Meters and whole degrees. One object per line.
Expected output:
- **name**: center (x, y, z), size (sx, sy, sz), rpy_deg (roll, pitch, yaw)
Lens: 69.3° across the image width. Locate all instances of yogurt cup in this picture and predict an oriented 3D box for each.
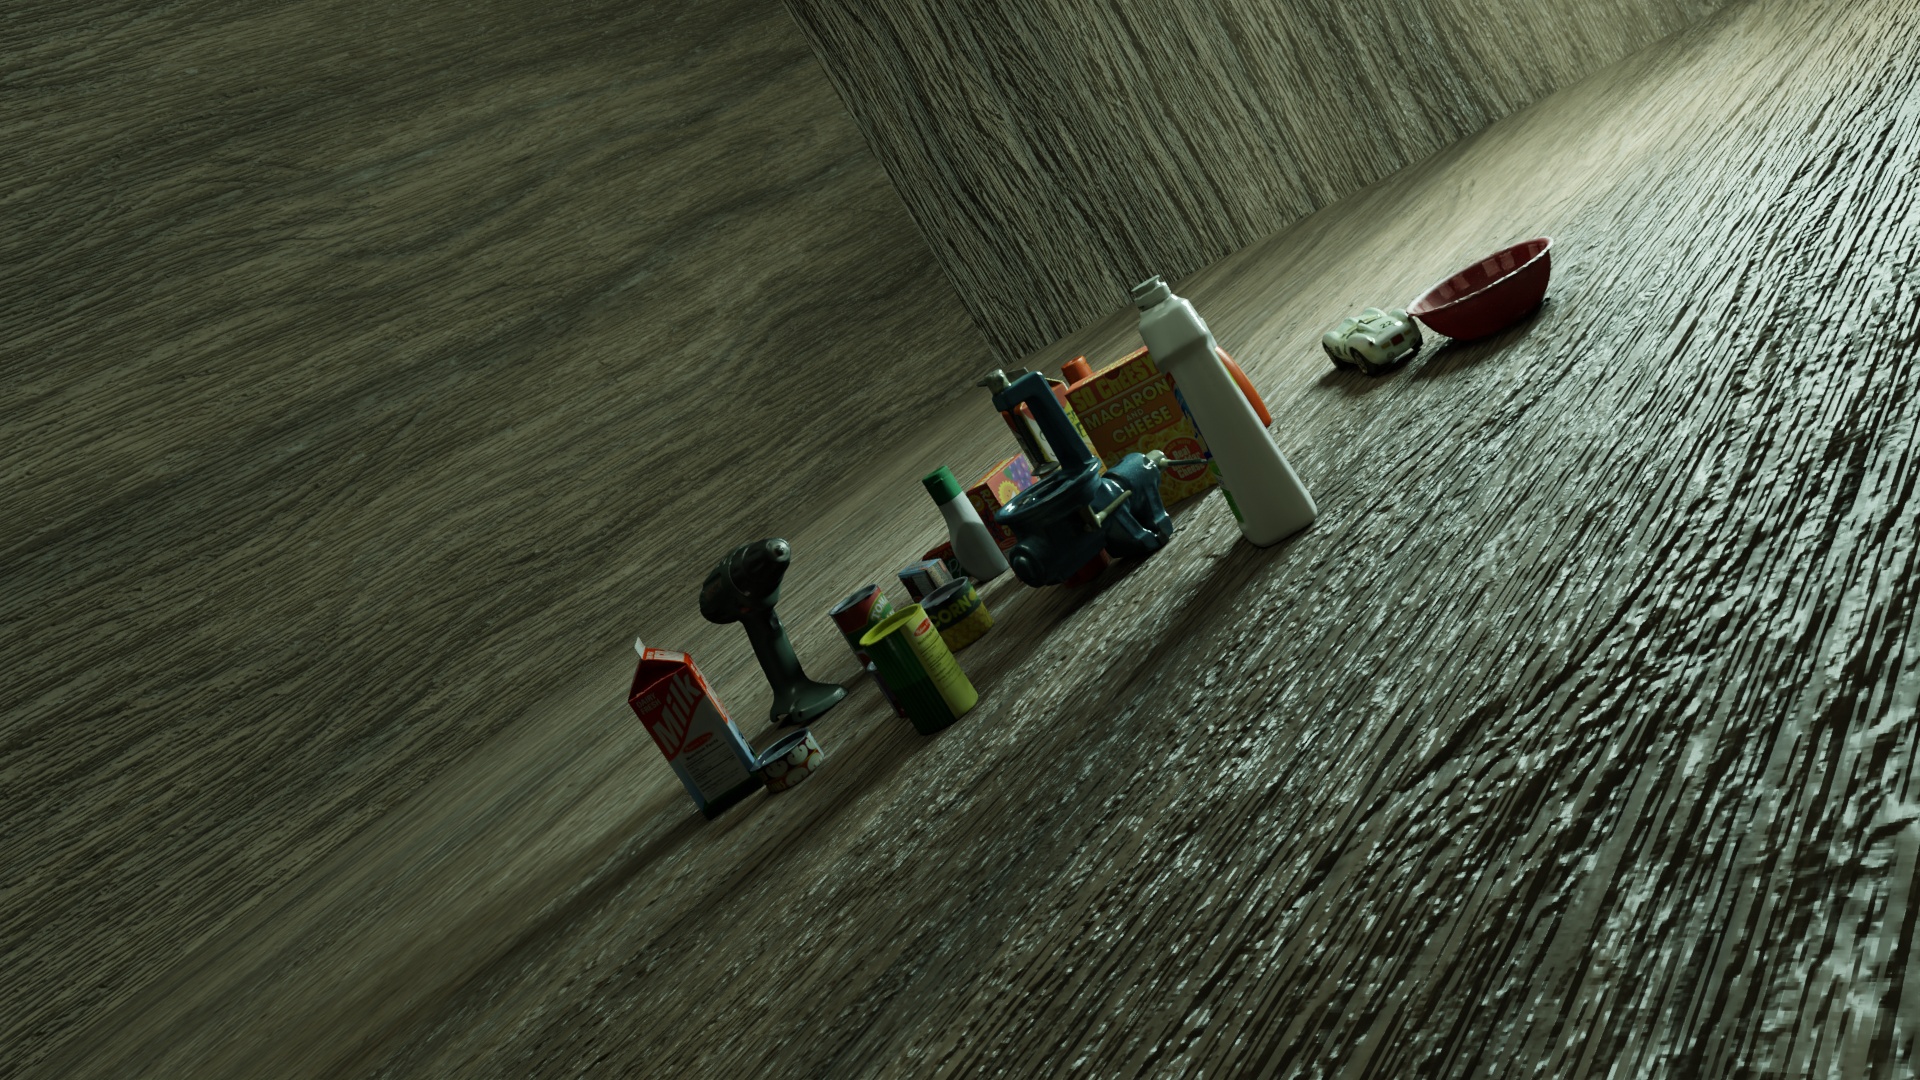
- **yogurt cup**: center (0.120, 0.013, 1.460), size (0.072, 0.054, 0.072), rpy_deg (-31, 10, 6)

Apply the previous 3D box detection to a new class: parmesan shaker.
- **parmesan shaker**: center (-0.039, 0.120, 1.273), size (0.071, 0.103, 0.071), rpy_deg (-31, 10, 6)

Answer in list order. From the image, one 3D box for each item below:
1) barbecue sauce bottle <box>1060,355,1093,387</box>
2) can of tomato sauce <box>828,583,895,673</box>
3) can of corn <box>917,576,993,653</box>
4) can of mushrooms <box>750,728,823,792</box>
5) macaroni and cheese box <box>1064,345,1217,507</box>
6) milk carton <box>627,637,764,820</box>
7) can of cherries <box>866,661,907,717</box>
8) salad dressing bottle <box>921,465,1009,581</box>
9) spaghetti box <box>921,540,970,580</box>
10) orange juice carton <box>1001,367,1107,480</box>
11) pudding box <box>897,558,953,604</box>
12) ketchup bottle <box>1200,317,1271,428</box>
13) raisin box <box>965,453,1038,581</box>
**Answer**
- **barbecue sauce bottle**: center (0.192, -0.187, 1.948), size (0.043, 0.148, 0.065), rpy_deg (-28, 10, 20)
- **can of tomato sauce**: center (-0.101, 0.101, 1.609), size (0.071, 0.083, 0.071), rpy_deg (-31, 10, 6)
- **can of corn**: center (-0.006, 0.081, 1.493), size (0.071, 0.058, 0.071), rpy_deg (-31, 10, 6)
- **can of mushrooms**: center (-0.173, 0.221, 1.383), size (0.071, 0.033, 0.071), rpy_deg (-30, 10, 6)
- **macaroni and cheese box**: center (0.209, -0.122, 1.527), size (0.123, 0.166, 0.040), rpy_deg (-27, 11, 27)
- **milk carton**: center (-0.282, 0.184, 1.433), size (0.073, 0.190, 0.072), rpy_deg (-33, 10, -7)
- **can of cherries**: center (-0.048, 0.132, 1.370), size (0.071, 0.058, 0.071), rpy_deg (-31, 10, 6)
- **salad dressing bottle**: center (0.006, -0.021, 1.699), size (0.064, 0.147, 0.044), rpy_deg (-31, 9, 5)
- **spaghetti box**: center (0.064, -0.011, 1.760), size (0.249, 0.050, 0.029), rpy_deg (-28, 10, 21)
- **orange juice carton**: center (0.120, -0.139, 1.806), size (0.073, 0.192, 0.072), rpy_deg (-34, 10, -15)
- **pudding box**: center (-0.042, 0.053, 1.765), size (0.030, 0.049, 0.083), rpy_deg (-36, 11, -26)
- **ketchup bottle**: center (0.302, -0.187, 1.621), size (0.064, 0.148, 0.044), rpy_deg (-21, 15, 49)
- **raisin box**: center (0.069, -0.028, 1.611), size (0.040, 0.123, 0.086), rpy_deg (-23, 13, 42)
